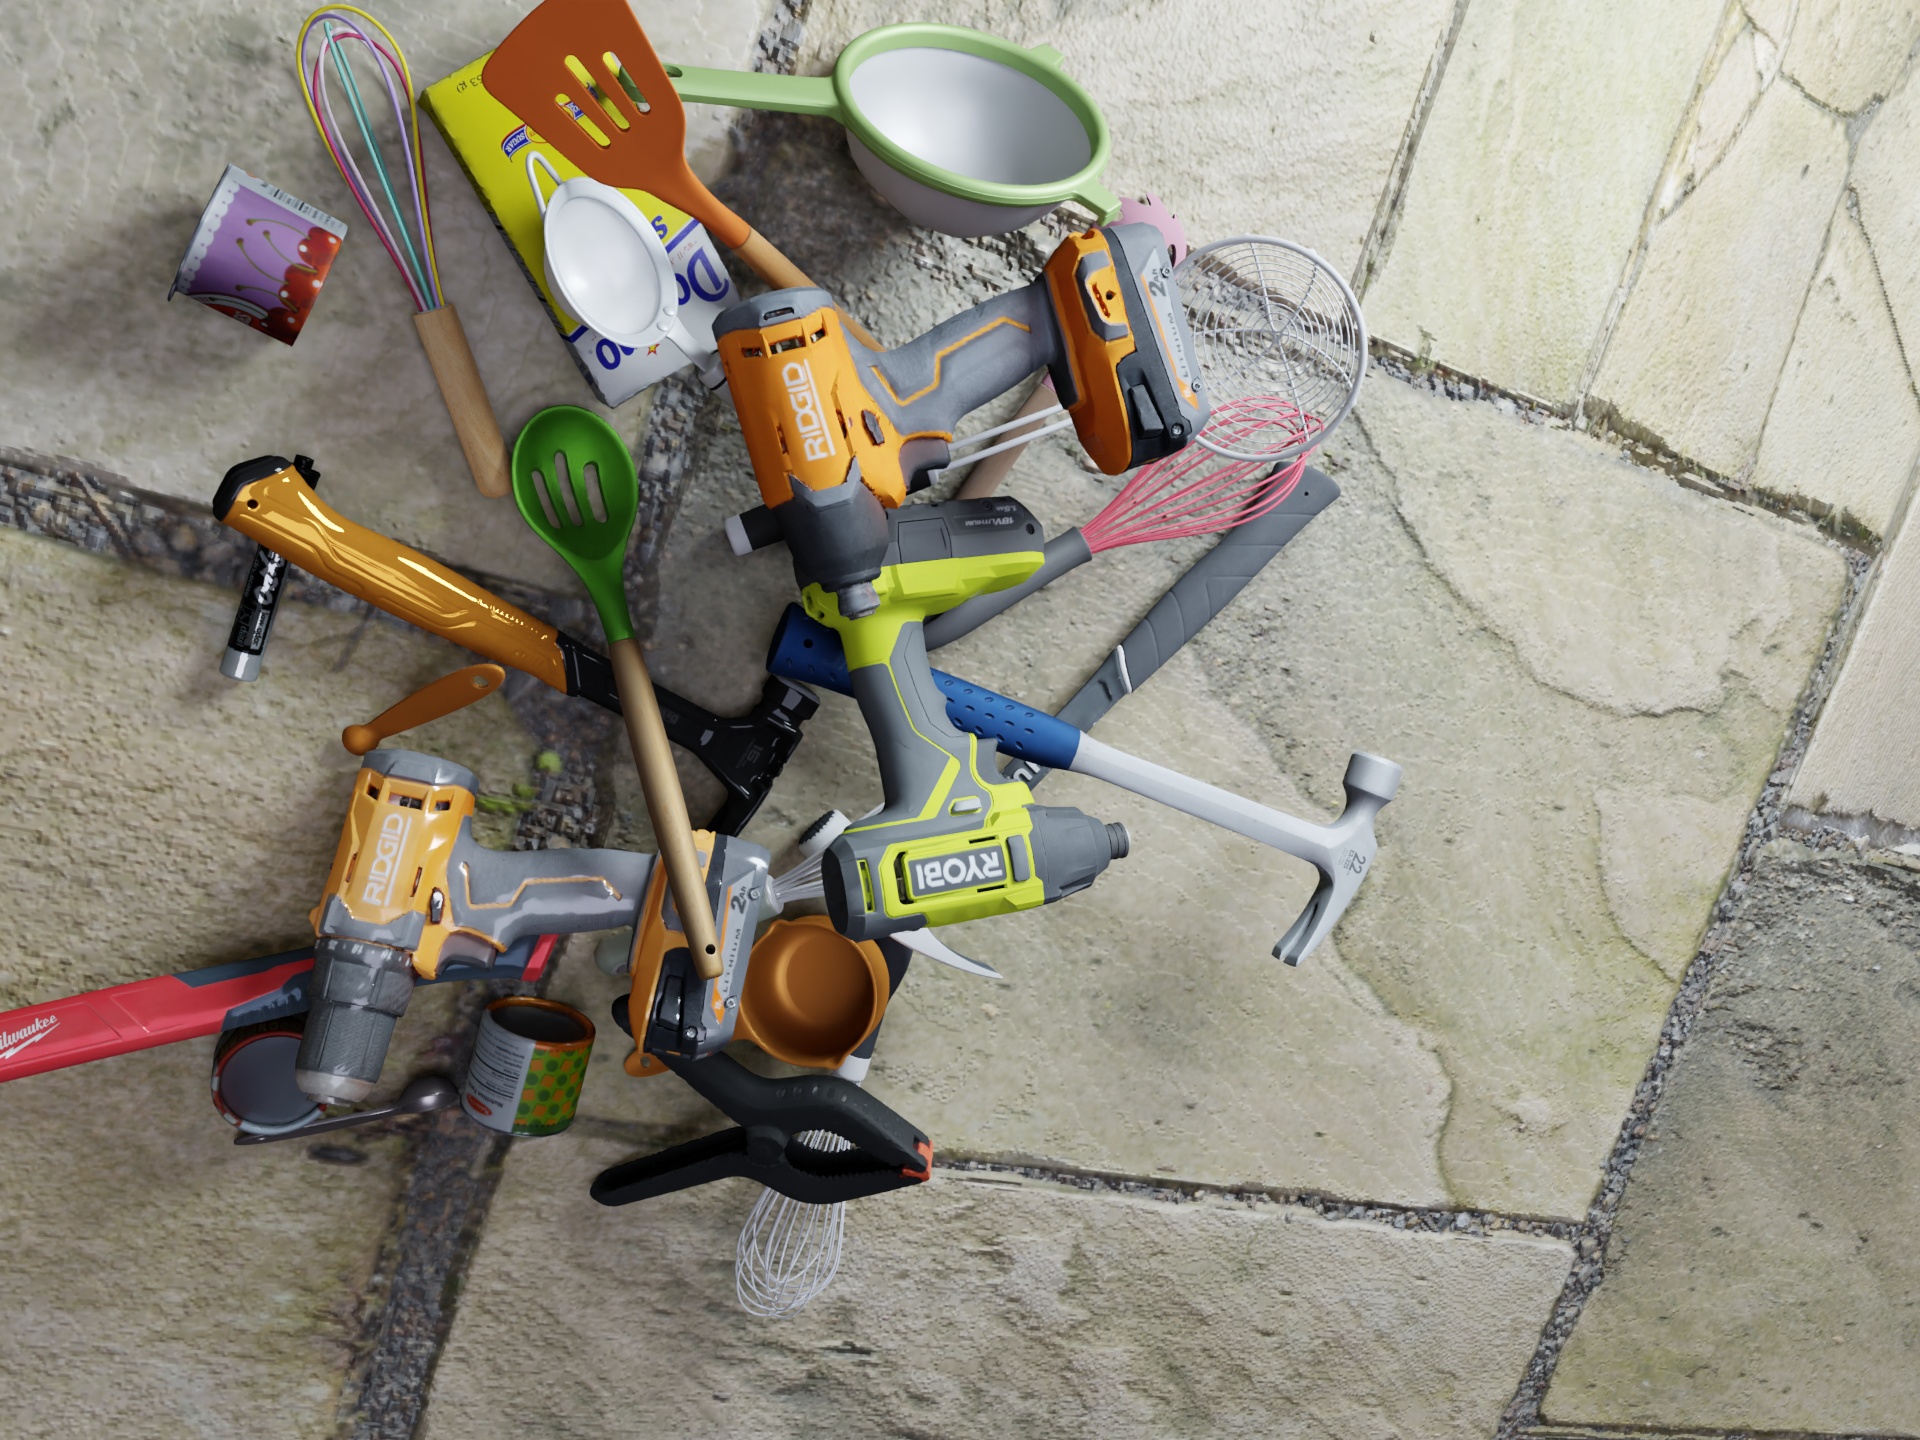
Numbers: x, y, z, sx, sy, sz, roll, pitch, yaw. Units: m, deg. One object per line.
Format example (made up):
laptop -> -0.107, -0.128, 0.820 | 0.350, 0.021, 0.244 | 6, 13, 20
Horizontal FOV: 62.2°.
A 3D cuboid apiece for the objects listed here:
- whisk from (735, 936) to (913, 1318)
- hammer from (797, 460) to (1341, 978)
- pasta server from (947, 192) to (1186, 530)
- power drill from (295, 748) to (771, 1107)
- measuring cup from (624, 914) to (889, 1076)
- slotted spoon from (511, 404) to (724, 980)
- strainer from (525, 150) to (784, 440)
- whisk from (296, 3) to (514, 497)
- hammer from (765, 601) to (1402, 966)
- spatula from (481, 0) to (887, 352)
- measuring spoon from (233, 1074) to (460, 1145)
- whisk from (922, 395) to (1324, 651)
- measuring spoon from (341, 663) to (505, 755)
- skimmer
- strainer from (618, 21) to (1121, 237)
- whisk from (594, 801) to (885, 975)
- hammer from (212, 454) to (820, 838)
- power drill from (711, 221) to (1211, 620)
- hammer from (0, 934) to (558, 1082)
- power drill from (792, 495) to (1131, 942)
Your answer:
whisk -> -0.081, 0.249, 1.014 | 0.070, 0.070, 0.284 | 16, 94, -25
hammer -> 0.092, -0.014, 1.001 | 0.409, 0.036, 0.149 | -45, 101, -7
pasta server -> 0.034, -0.175, 0.947 | 0.060, 0.040, 0.316 | 34, 95, -27
power drill -> -0.229, 0.125, 0.845 | 0.226, 0.084, 0.185 | 13, 72, -8
measuring cup -> -0.124, 0.179, 0.979 | 0.173, 0.052, 0.095 | -24, 87, 13
slotted spoon -> -0.173, -0.016, 0.836 | 0.070, 0.031, 0.314 | -12, 79, -32
strainer -> -0.133, -0.183, 0.816 | 0.258, 0.050, 0.087 | 40, 46, -31
whisk -> -0.270, -0.229, 0.799 | 0.047, 0.051, 0.244 | -24, 116, -20
hammer -> 0.075, 0.027, 0.962 | 0.405, 0.035, 0.144 | 21, 88, -16
spatula -> -0.099, -0.242, 0.823 | 0.081, 0.041, 0.322 | -32, 141, 20
measuring spoon -> -0.353, 0.223, 0.916 | 0.124, 0.034, 0.018 | -10, 66, -13
whisk -> 0.091, -0.117, 0.967 | 0.296, 0.073, 0.073 | -29, 114, -5
measuring spoon -> -0.285, -0.004, 0.841 | 0.117, 0.011, 0.021 | -22, 128, 25
skimmer -> 0.042, -0.161, 0.885 | 0.363, 0.090, 0.127 | -21, 106, -4
strainer -> -0.050, -0.301, 0.833 | 0.256, 0.152, 0.069 | -1, 144, -17
whisk -> -0.103, 0.098, 0.933 | 0.246, 0.059, 0.057 | -22, 157, 6
hammer -> -0.240, -0.035, 0.861 | 0.336, 0.034, 0.127 | 31, 92, -31
power drill -> 0.005, -0.153, 0.808 | 0.226, 0.084, 0.164 | -16, 93, -10
hammer -> -0.407, 0.135, 0.841 | 0.386, 0.038, 0.143 | -11, 72, -27
power drill -> -0.001, -0.003, 0.874 | 0.171, 0.080, 0.223 | -8, 85, -19
